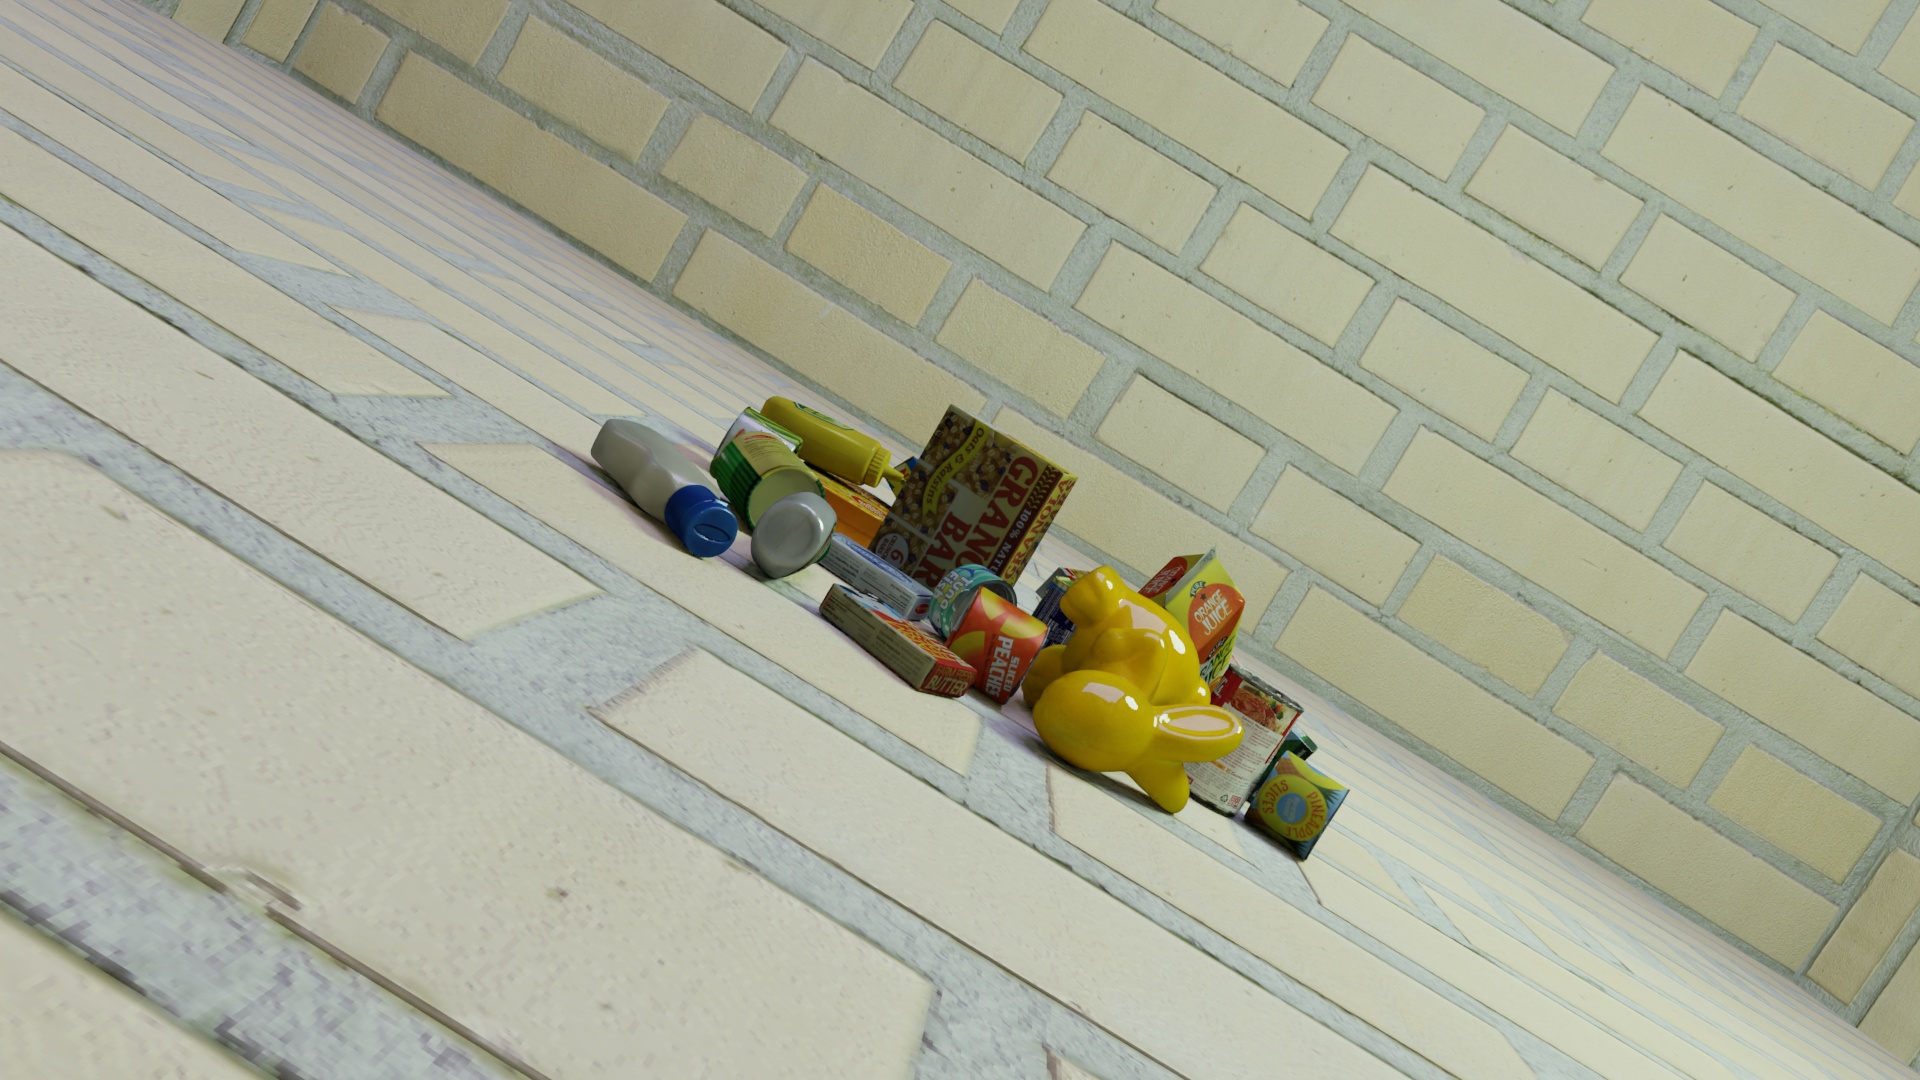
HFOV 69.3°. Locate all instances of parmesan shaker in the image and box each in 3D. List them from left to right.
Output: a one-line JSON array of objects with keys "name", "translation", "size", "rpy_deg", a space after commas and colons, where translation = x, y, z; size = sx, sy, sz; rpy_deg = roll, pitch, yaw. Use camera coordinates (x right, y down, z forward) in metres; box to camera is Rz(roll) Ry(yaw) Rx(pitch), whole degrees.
[{"name": "parmesan shaker", "translation": [-0.154, -0.042, 1.100], "size": [0.071, 0.071, 0.103], "rpy_deg": [29, 6, -27]}]

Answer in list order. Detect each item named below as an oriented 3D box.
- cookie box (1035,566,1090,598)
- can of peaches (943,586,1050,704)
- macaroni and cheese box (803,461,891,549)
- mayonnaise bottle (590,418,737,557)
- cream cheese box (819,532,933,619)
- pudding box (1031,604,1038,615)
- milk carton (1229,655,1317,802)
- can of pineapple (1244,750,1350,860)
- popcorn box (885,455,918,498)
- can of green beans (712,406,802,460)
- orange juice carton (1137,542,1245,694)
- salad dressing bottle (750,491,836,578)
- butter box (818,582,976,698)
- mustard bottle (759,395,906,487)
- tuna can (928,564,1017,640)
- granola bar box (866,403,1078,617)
[{"name": "cookie box", "translation": [0.162, 0.102, 1.433], "size": [0.168, 0.040, 0.123], "rpy_deg": [48, 13, 17]}, {"name": "can of peaches", "translation": [0.022, 0.075, 0.986], "size": [0.058, 0.071, 0.071], "rpy_deg": [31, 5, -1]}, {"name": "macaroni and cheese box", "translation": [-0.111, -0.029, 1.344], "size": [0.124, 0.040, 0.166], "rpy_deg": [31, 5, -4]}, {"name": "mayonnaise bottle", "translation": [-0.196, -0.035, 0.932], "size": [0.065, 0.041, 0.148], "rpy_deg": [24, 9, -41]}, {"name": "cream cheese box", "translation": [-0.072, 0.027, 1.121], "size": [0.104, 0.024, 0.053], "rpy_deg": [33, 5, 16]}, {"name": "pudding box", "translation": [0.111, 0.095, 1.480], "size": [0.050, 0.030, 0.083], "rpy_deg": [35, 7, 28]}, {"name": "milk carton", "translation": [0.228, 0.141, 1.254], "size": [0.191, 0.072, 0.073], "rpy_deg": [49, 10, 16]}, {"name": "can of pineapple", "translation": [0.265, 0.209, 1.096], "size": [0.058, 0.071, 0.071], "rpy_deg": [32, 5, 18]}, {"name": "popcorn box", "translation": [-0.029, -0.020, 1.410], "size": [0.126, 0.038, 0.085], "rpy_deg": [61, 3, 3]}, {"name": "can of green beans", "translation": [-0.184, -0.079, 1.257], "size": [0.058, 0.071, 0.071], "rpy_deg": [31, 5, -2]}, {"name": "orange juice carton", "translation": [0.175, 0.086, 1.134], "size": [0.073, 0.072, 0.191], "rpy_deg": [33, -35, 26]}, {"name": "salad dressing bottle", "translation": [-0.115, -0.002, 0.987], "size": [0.044, 0.064, 0.147], "rpy_deg": [42, -2, 0]}, {"name": "butter box", "translation": [-0.042, 0.067, 0.923], "size": [0.104, 0.024, 0.053], "rpy_deg": [34, 7, 33]}, {"name": "mustard bottle", "translation": [-0.119, -0.089, 1.346], "size": [0.160, 0.048, 0.065], "rpy_deg": [25, 6, 3]}, {"name": "tuna can", "translation": [0.008, 0.053, 1.102], "size": [0.071, 0.071, 0.033], "rpy_deg": [26, 6, -44]}, {"name": "granola bar box", "translation": [0.004, -0.015, 1.177], "size": [0.124, 0.165, 0.039], "rpy_deg": [33, 7, 25]}]
